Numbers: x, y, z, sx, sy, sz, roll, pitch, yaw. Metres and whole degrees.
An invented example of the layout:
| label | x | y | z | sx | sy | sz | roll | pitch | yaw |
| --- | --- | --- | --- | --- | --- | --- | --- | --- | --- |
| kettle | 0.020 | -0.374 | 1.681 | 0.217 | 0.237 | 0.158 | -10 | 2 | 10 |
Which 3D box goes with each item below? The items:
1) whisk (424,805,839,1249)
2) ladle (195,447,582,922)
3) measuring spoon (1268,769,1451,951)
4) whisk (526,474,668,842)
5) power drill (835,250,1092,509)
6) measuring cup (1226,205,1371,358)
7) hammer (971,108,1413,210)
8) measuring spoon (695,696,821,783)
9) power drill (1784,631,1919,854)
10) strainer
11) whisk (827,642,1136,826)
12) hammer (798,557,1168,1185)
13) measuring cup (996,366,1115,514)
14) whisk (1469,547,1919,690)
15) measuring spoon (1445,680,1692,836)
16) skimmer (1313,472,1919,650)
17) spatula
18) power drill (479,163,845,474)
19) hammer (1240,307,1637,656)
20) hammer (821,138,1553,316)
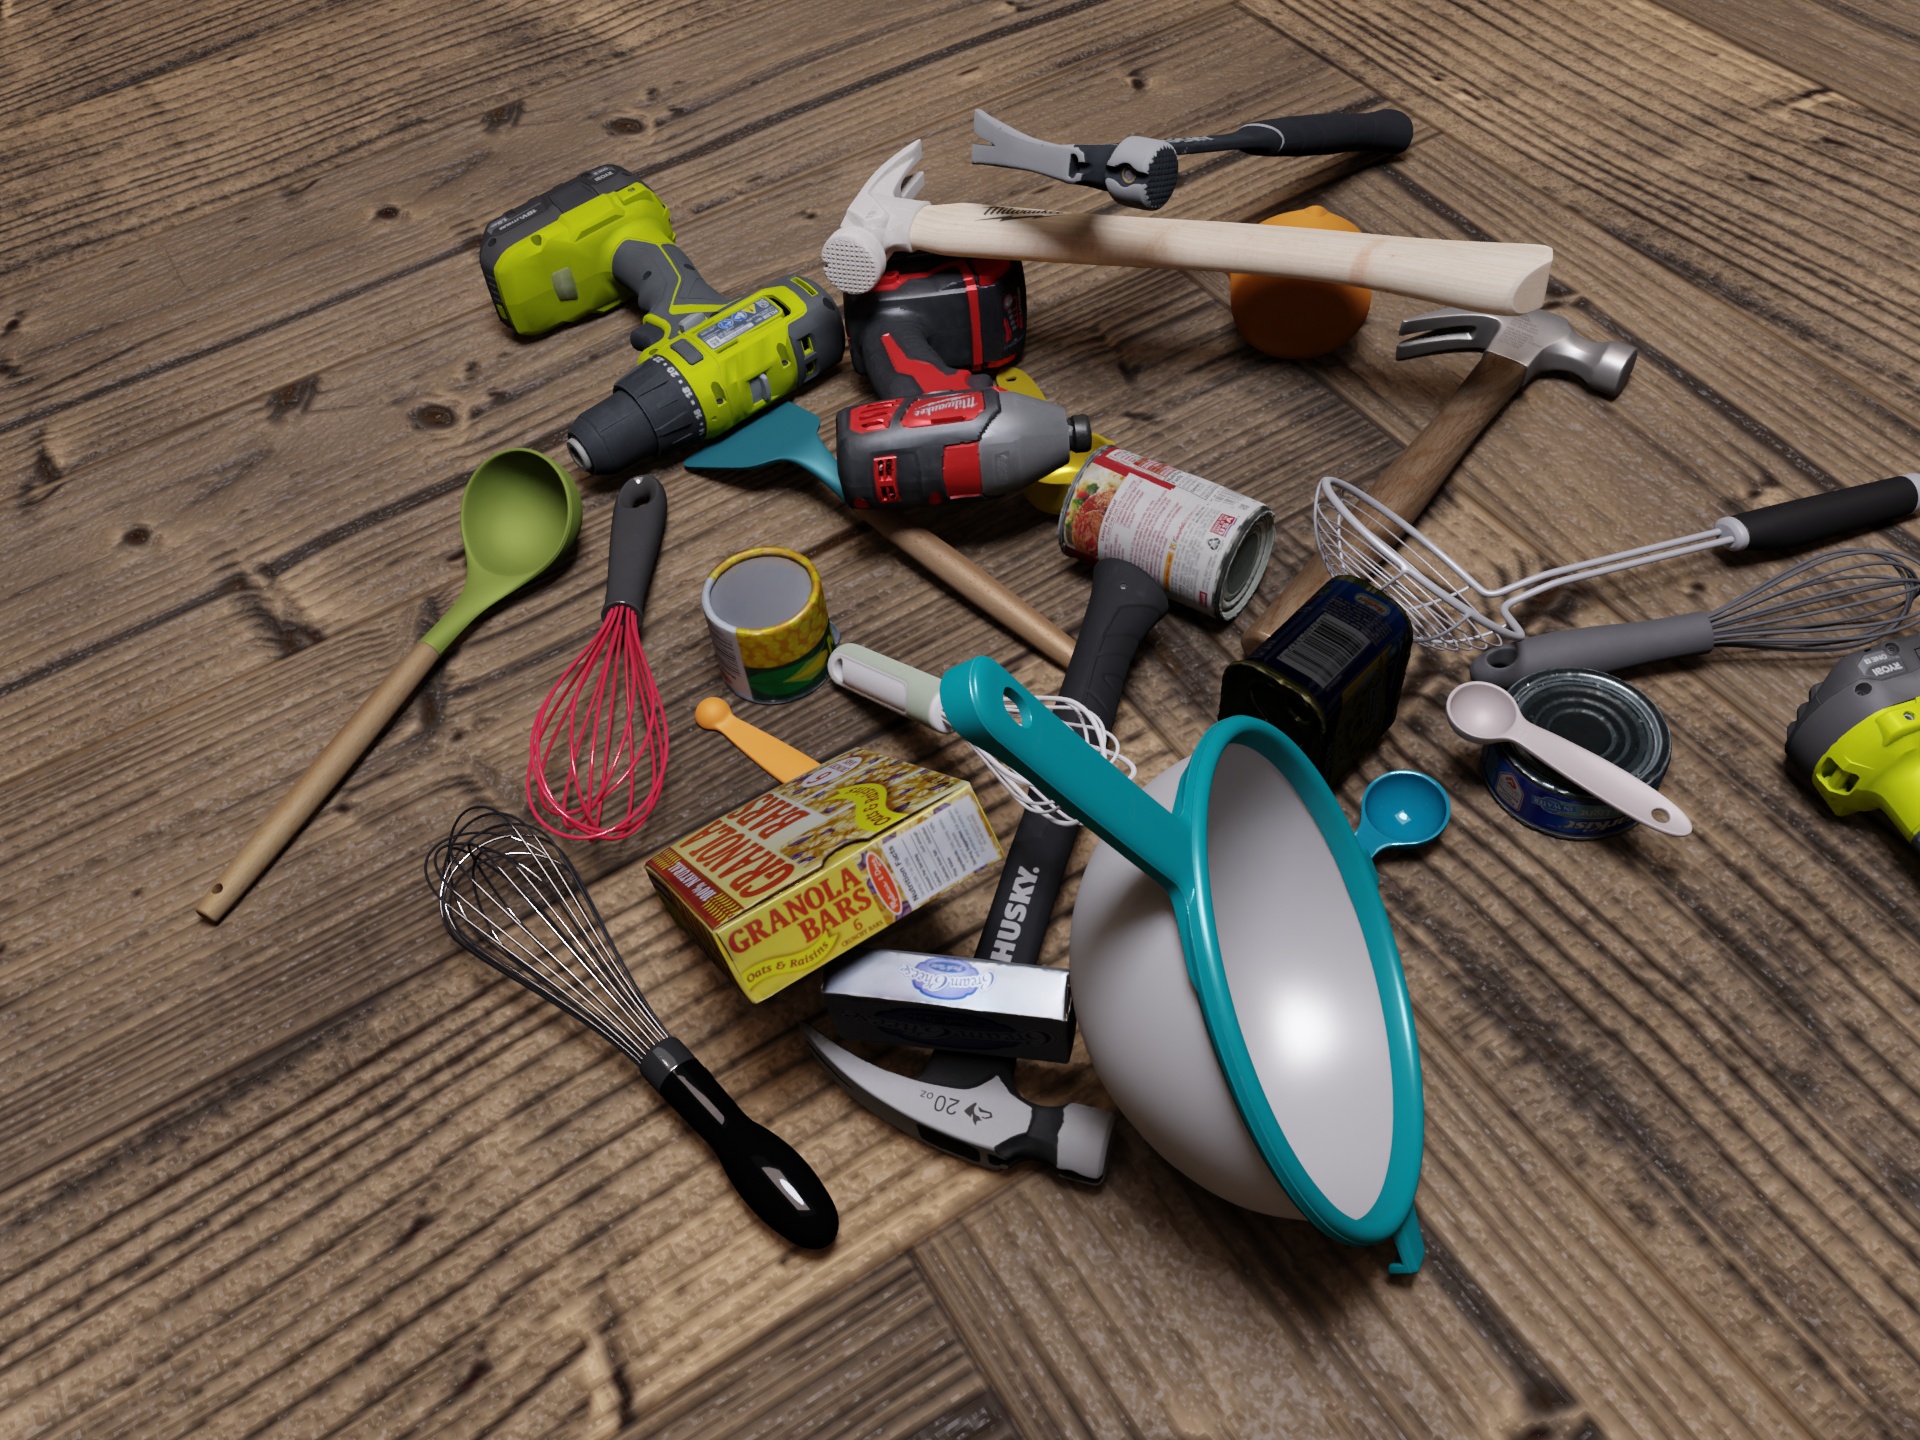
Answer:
| label | x | y | z | sx | sy | sz | roll | pitch | yaw |
| --- | --- | --- | --- | --- | --- | --- | --- | --- | --- |
| whisk | -0.153 | 0.136 | 0.727 | 0.070 | 0.070 | 0.285 | -39 | 62 | -23 |
| ladle | -0.313 | -0.027 | 0.874 | 0.078 | 0.062 | 0.320 | 18 | 58 | 20 |
| measuring spoon | 0.185 | 0.074 | 0.769 | 0.128 | 0.021 | 0.042 | -39 | 57 | -13 |
| whisk | -0.188 | -0.044 | 0.876 | 0.073 | 0.073 | 0.296 | -5 | 44 | 2 |
| power drill | -0.003 | -0.206 | 0.949 | 0.143 | 0.078 | 0.220 | -6 | 41 | 1 |
| measuring cup | 0.170 | -0.269 | 0.990 | 0.173 | 0.095 | 0.052 | 3 | 60 | -2 |
| hammer | 0.175 | -0.368 | 1.013 | 0.149 | 0.036 | 0.409 | 25 | 33 | 34 |
| measuring spoon | -0.098 | 0.017 | 0.843 | 0.117 | 0.011 | 0.021 | 31 | 60 | 27 |
| power drill | 0.494 | 0.062 | 0.706 | 0.171 | 0.080 | 0.223 | -15 | 55 | -5 |
| strainer | 0.070 | 0.080 | 0.611 | 0.095 | 0.340 | 0.211 | -20 | 49 | 30 |
| whisk | -0.001 | -0.002 | 0.777 | 0.059 | 0.057 | 0.246 | -10 | 19 | -31 |
| hammer | 0.038 | 0.051 | 0.776 | 0.146 | 0.035 | 0.335 | 11 | 56 | 14 |
| measuring cup | 0.051 | -0.174 | 0.981 | 0.062 | 0.029 | 0.157 | -17 | 40 | -5 |
| whisk | 0.383 | -0.049 | 0.825 | 0.239 | 0.055 | 0.055 | -11 | 51 | 3 |
| measuring spoon | 0.286 | 0.022 | 0.755 | 0.124 | 0.018 | 0.034 | 34 | 62 | 21 |
| skimmer | 0.359 | -0.109 | 0.834 | 0.363 | 0.090 | 0.127 | -13 | 40 | -11 |
| spatula | -0.037 | -0.108 | 0.933 | 0.082 | 0.044 | 0.318 | -39 | 62 | -25 |
| power drill | -0.213 | -0.259 | 1.039 | 0.190 | 0.080 | 0.229 | -36 | 59 | -21 |
| hammer | 0.261 | -0.142 | 0.922 | 0.130 | 0.031 | 0.331 | 29 | 60 | 26 |
| hammer | 0.133 | -0.286 | 0.940 | 0.411 | 0.038 | 0.146 | 9 | 45 | 15 |
